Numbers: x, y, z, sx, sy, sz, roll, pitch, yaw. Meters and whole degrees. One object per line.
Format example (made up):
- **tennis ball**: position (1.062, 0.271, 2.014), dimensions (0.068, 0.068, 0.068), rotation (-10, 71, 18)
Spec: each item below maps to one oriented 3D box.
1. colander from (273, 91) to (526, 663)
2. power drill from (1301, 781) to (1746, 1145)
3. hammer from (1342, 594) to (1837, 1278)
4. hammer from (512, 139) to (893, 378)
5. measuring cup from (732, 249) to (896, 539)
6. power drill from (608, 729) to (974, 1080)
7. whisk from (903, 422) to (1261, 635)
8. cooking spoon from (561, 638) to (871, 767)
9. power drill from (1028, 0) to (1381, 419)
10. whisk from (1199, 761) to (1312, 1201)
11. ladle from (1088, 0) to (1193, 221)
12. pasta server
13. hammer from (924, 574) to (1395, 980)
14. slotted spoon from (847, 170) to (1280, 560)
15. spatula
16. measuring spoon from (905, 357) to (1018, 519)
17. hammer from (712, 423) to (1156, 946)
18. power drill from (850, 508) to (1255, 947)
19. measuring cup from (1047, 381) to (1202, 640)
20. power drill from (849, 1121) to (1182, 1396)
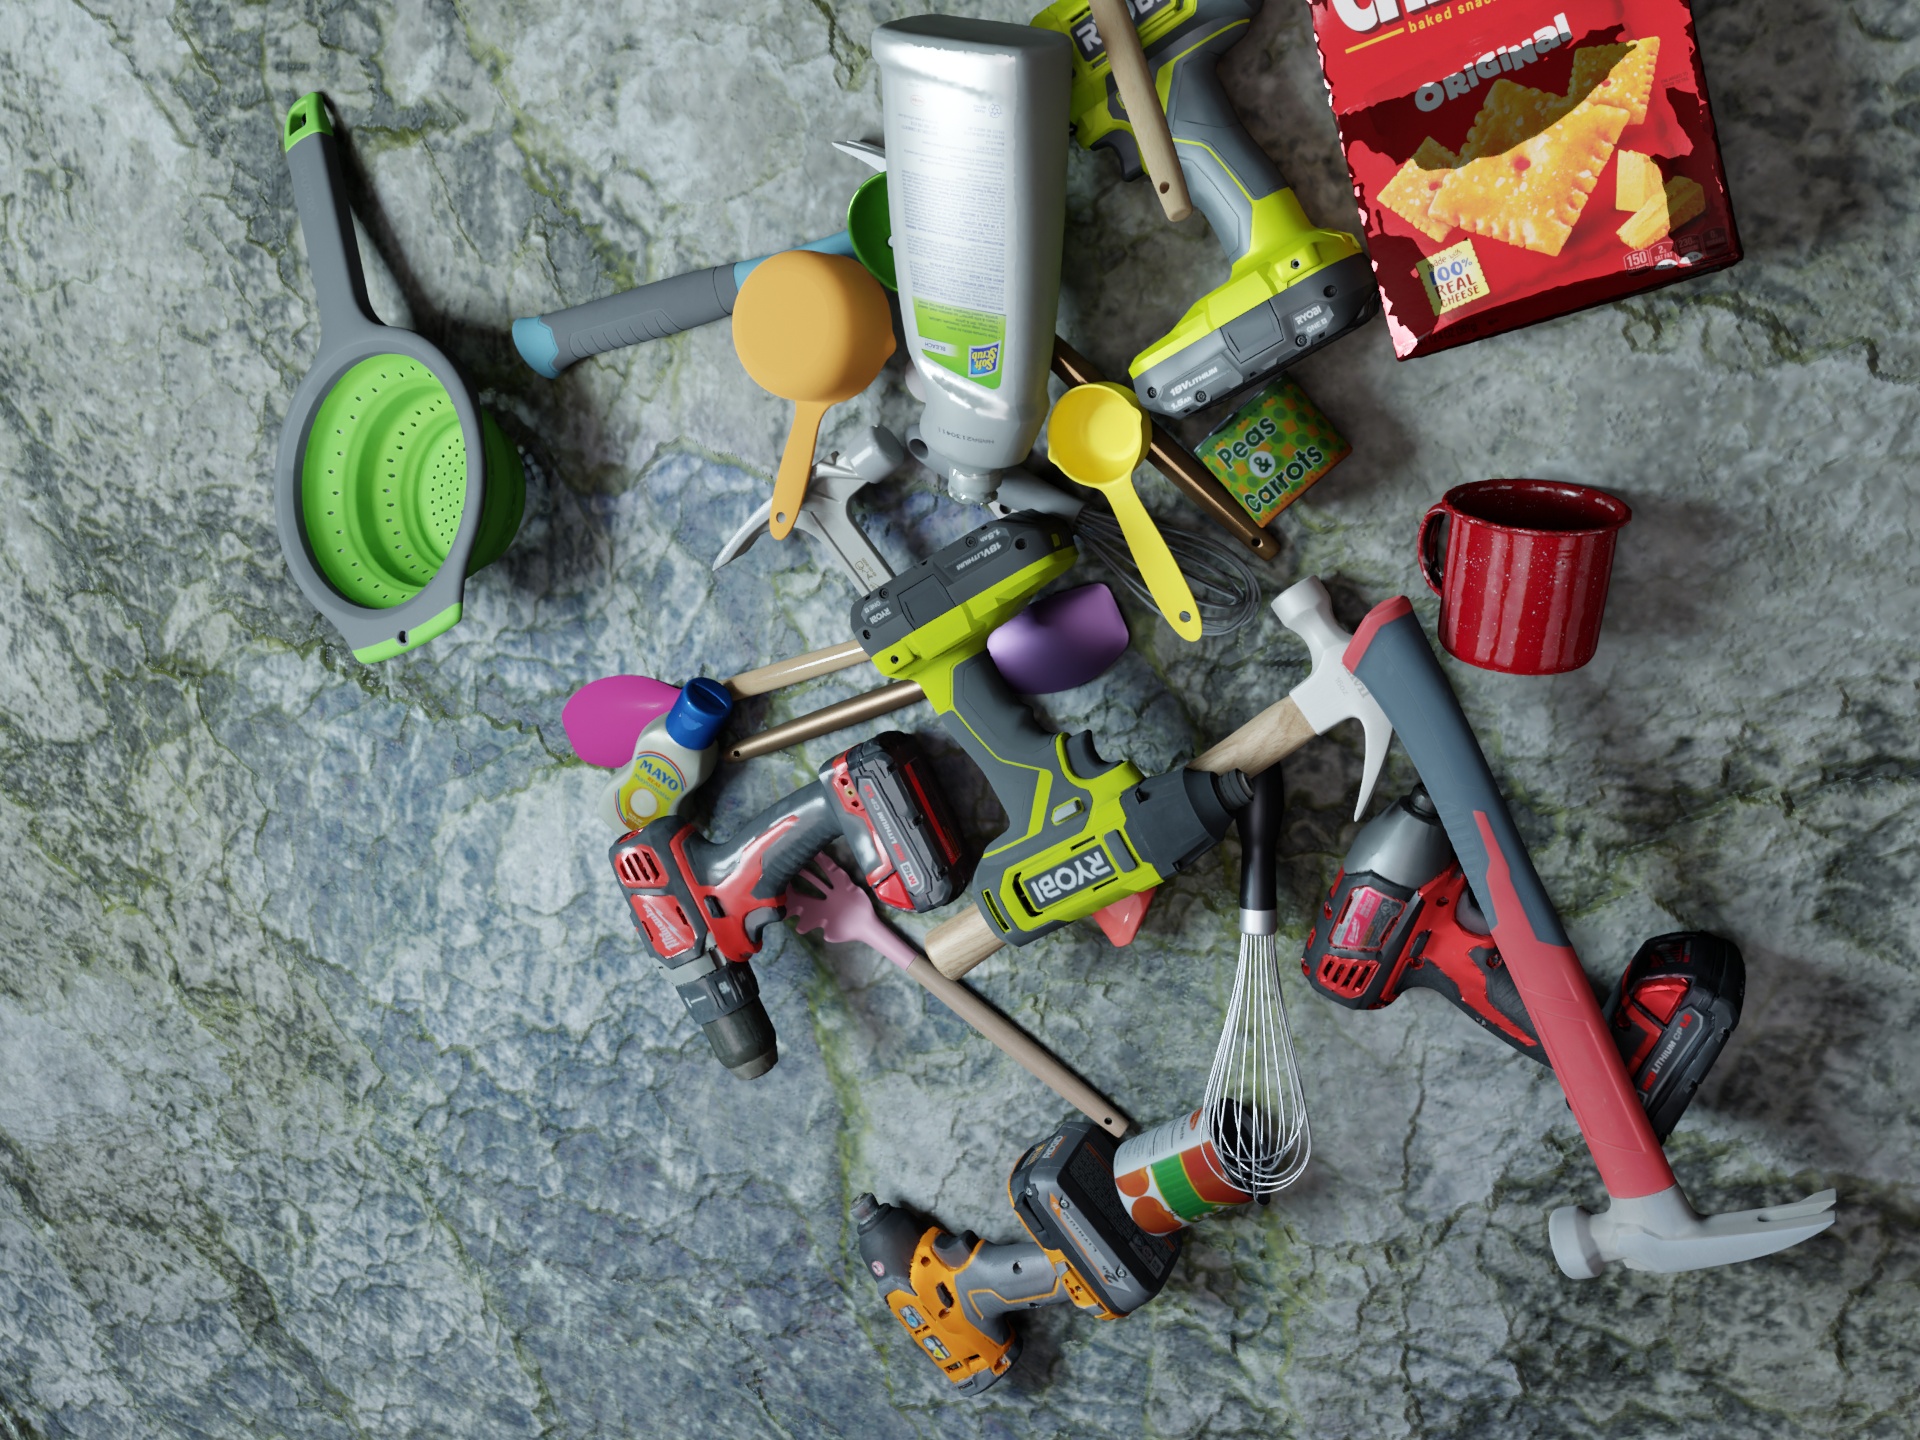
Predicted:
- **colander**: position (-0.388, -0.239, 1.104), dimensions (0.204, 0.094, 0.397), rotation (-18, 82, 29)
- **power drill**: position (0.317, 0.133, 0.907), dimensions (0.220, 0.078, 0.143), rotation (26, 117, 18)
- **hammer**: position (0.314, 0.109, 0.836), dimensions (0.143, 0.038, 0.386), rotation (-23, 93, 32)
- **hammer**: position (-0.147, -0.269, 1.000), dimensions (0.331, 0.033, 0.128), rotation (-7, 106, 27)
- **measuring cup**: position (-0.100, -0.191, 0.939), dimensions (0.095, 0.052, 0.173), rotation (19, 104, 21)
- **power drill**: position (-0.106, 0.124, 1.059), dimensions (0.226, 0.080, 0.188), rotation (-25, 93, 15)
- **whisk**: position (0.069, -0.118, 0.943), dimensions (0.239, 0.055, 0.055), rotation (29, 118, 13)
- **cooking spoon**: position (-0.158, -0.022, 1.103), dimensions (0.319, 0.017, 0.068), rotation (-15, 103, 29)
- **power drill**: position (0.104, -0.283, 0.853), dimensions (0.190, 0.080, 0.228), rotation (-26, 93, 29)
- **whisk**: position (0.181, 0.153, 0.968), dimensions (0.070, 0.070, 0.284), rotation (2, 96, 25)
- **ladle**: position (0.054, -0.392, 0.791), dimensions (0.078, 0.062, 0.320), rotation (-28, 73, 44)
- **pasta server**: position (-0.014, 0.186, 1.100), dimensions (0.316, 0.040, 0.060), rotation (37, 102, 7)
- **hammer**: position (0.113, 0.061, 0.951), dimensions (0.331, 0.031, 0.130), rotation (-37, 80, 20)
- **slotted spoon**: position (0.064, -0.199, 0.910), dimensions (0.313, 0.031, 0.070), rotation (41, 119, -4)
- **spatula**: position (-0.033, -0.017, 1.046), dimensions (0.316, 0.018, 0.059), rotation (-18, 101, 28)
- **measuring spoon**: position (0.003, -0.171, 0.974), dimensions (0.034, 0.018, 0.124), rotation (-27, 96, 30)
- **hammer**: position (-0.002, -0.003, 1.008), dimensions (0.149, 0.037, 0.359), rotation (-34, 96, 29)
- **power drill**: position (0.050, -0.001, 0.911), dimensions (0.171, 0.080, 0.223), rotation (-29, 91, 22)
- **measuring cup**: position (0.102, -0.118, 0.895), dimensions (0.062, 0.029, 0.156), rotation (-22, 100, 34)
- **power drill**: position (0.026, 0.373, 1.126), dimensions (0.164, 0.084, 0.226), rotation (50, 125, 1)
